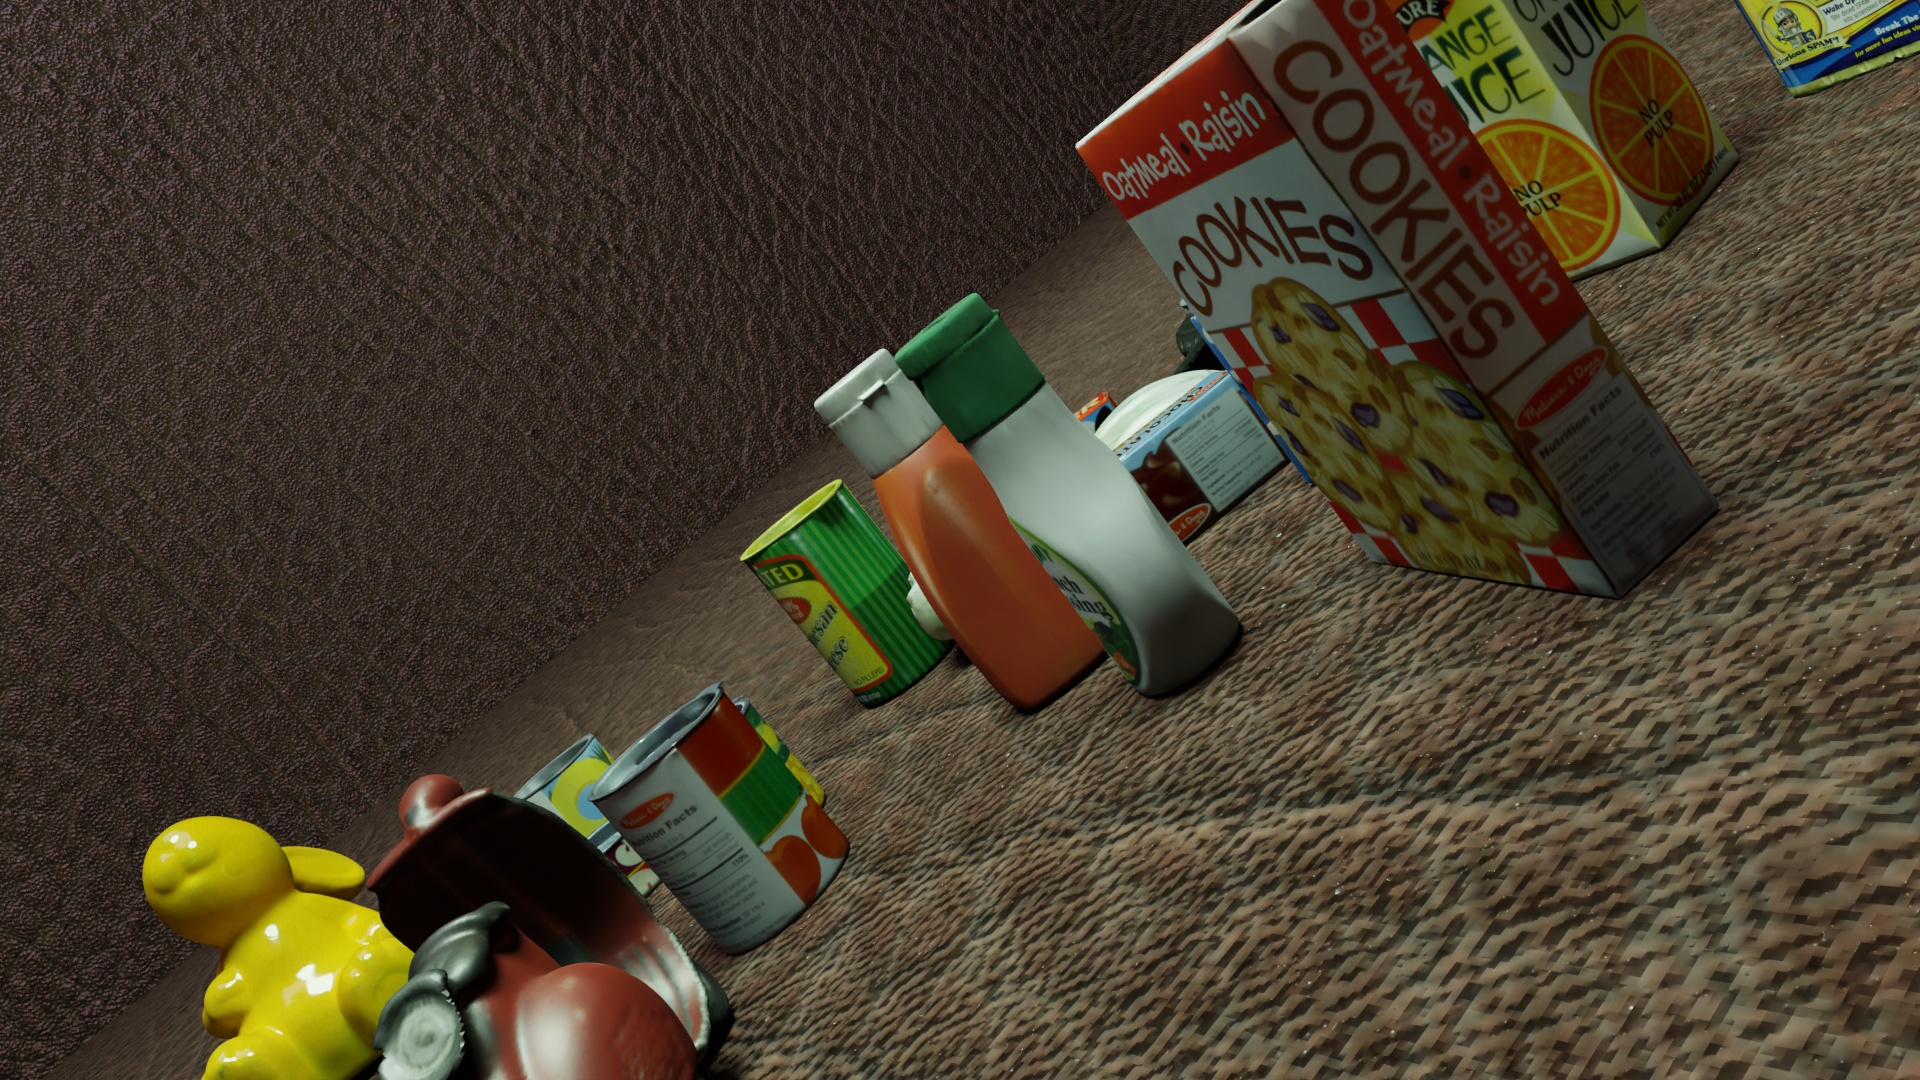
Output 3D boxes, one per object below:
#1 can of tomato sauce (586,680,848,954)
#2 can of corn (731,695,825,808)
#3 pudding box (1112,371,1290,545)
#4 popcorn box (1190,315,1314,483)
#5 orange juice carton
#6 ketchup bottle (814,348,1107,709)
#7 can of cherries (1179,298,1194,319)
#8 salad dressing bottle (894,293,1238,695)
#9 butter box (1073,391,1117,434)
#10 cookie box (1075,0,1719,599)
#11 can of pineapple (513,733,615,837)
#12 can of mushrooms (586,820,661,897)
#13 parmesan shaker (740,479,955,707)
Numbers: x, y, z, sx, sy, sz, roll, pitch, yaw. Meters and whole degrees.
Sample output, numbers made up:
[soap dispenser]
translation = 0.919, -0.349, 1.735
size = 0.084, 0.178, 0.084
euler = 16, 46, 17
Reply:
[can of tomato sauce]
translation = -0.094, 0.110, 0.552
size = 0.071, 0.083, 0.071
euler = -37, 10, 8
[can of corn]
translation = -0.103, 0.114, 0.634
size = 0.071, 0.058, 0.071
euler = -37, 10, 8
[pudding box]
translation = 0.097, -0.031, 0.612
size = 0.084, 0.049, 0.030
euler = -39, 10, -4
[popcorn box]
translation = 0.151, -0.071, 0.502
size = 0.038, 0.085, 0.126
euler = -42, 11, -21
[orange juice carton]
translation = 0.213, -0.200, 0.551
size = 0.072, 0.192, 0.073
euler = -43, 11, -25
[ketchup bottle]
translation = 0.002, -0.007, 0.551
size = 0.065, 0.148, 0.043
euler = -40, 10, -11
[can of cherries]
translation = 0.165, -0.128, 0.779
size = 0.071, 0.058, 0.071
euler = -37, 10, 8
[salad dressing bottle]
translation = 0.036, -0.016, 0.476
size = 0.044, 0.147, 0.064
euler = -39, 10, -4
[butter box]
translation = 0.052, -0.028, 0.741
size = 0.103, 0.053, 0.024
euler = -36, 10, 10
[cookie box]
translation = 0.111, -0.065, 0.384
size = 0.040, 0.167, 0.123
euler = -39, 10, -7
[can of pineapple]
translation = -0.238, 0.164, 0.876
size = 0.071, 0.058, 0.071
euler = -37, 10, 8
[can of mushrooms]
translation = -0.182, 0.171, 0.722
size = 0.071, 0.033, 0.071
euler = -37, 10, 8
[parmesan shaker]
translation = -0.055, 0.028, 0.723
size = 0.071, 0.103, 0.071
euler = -37, 10, 8
